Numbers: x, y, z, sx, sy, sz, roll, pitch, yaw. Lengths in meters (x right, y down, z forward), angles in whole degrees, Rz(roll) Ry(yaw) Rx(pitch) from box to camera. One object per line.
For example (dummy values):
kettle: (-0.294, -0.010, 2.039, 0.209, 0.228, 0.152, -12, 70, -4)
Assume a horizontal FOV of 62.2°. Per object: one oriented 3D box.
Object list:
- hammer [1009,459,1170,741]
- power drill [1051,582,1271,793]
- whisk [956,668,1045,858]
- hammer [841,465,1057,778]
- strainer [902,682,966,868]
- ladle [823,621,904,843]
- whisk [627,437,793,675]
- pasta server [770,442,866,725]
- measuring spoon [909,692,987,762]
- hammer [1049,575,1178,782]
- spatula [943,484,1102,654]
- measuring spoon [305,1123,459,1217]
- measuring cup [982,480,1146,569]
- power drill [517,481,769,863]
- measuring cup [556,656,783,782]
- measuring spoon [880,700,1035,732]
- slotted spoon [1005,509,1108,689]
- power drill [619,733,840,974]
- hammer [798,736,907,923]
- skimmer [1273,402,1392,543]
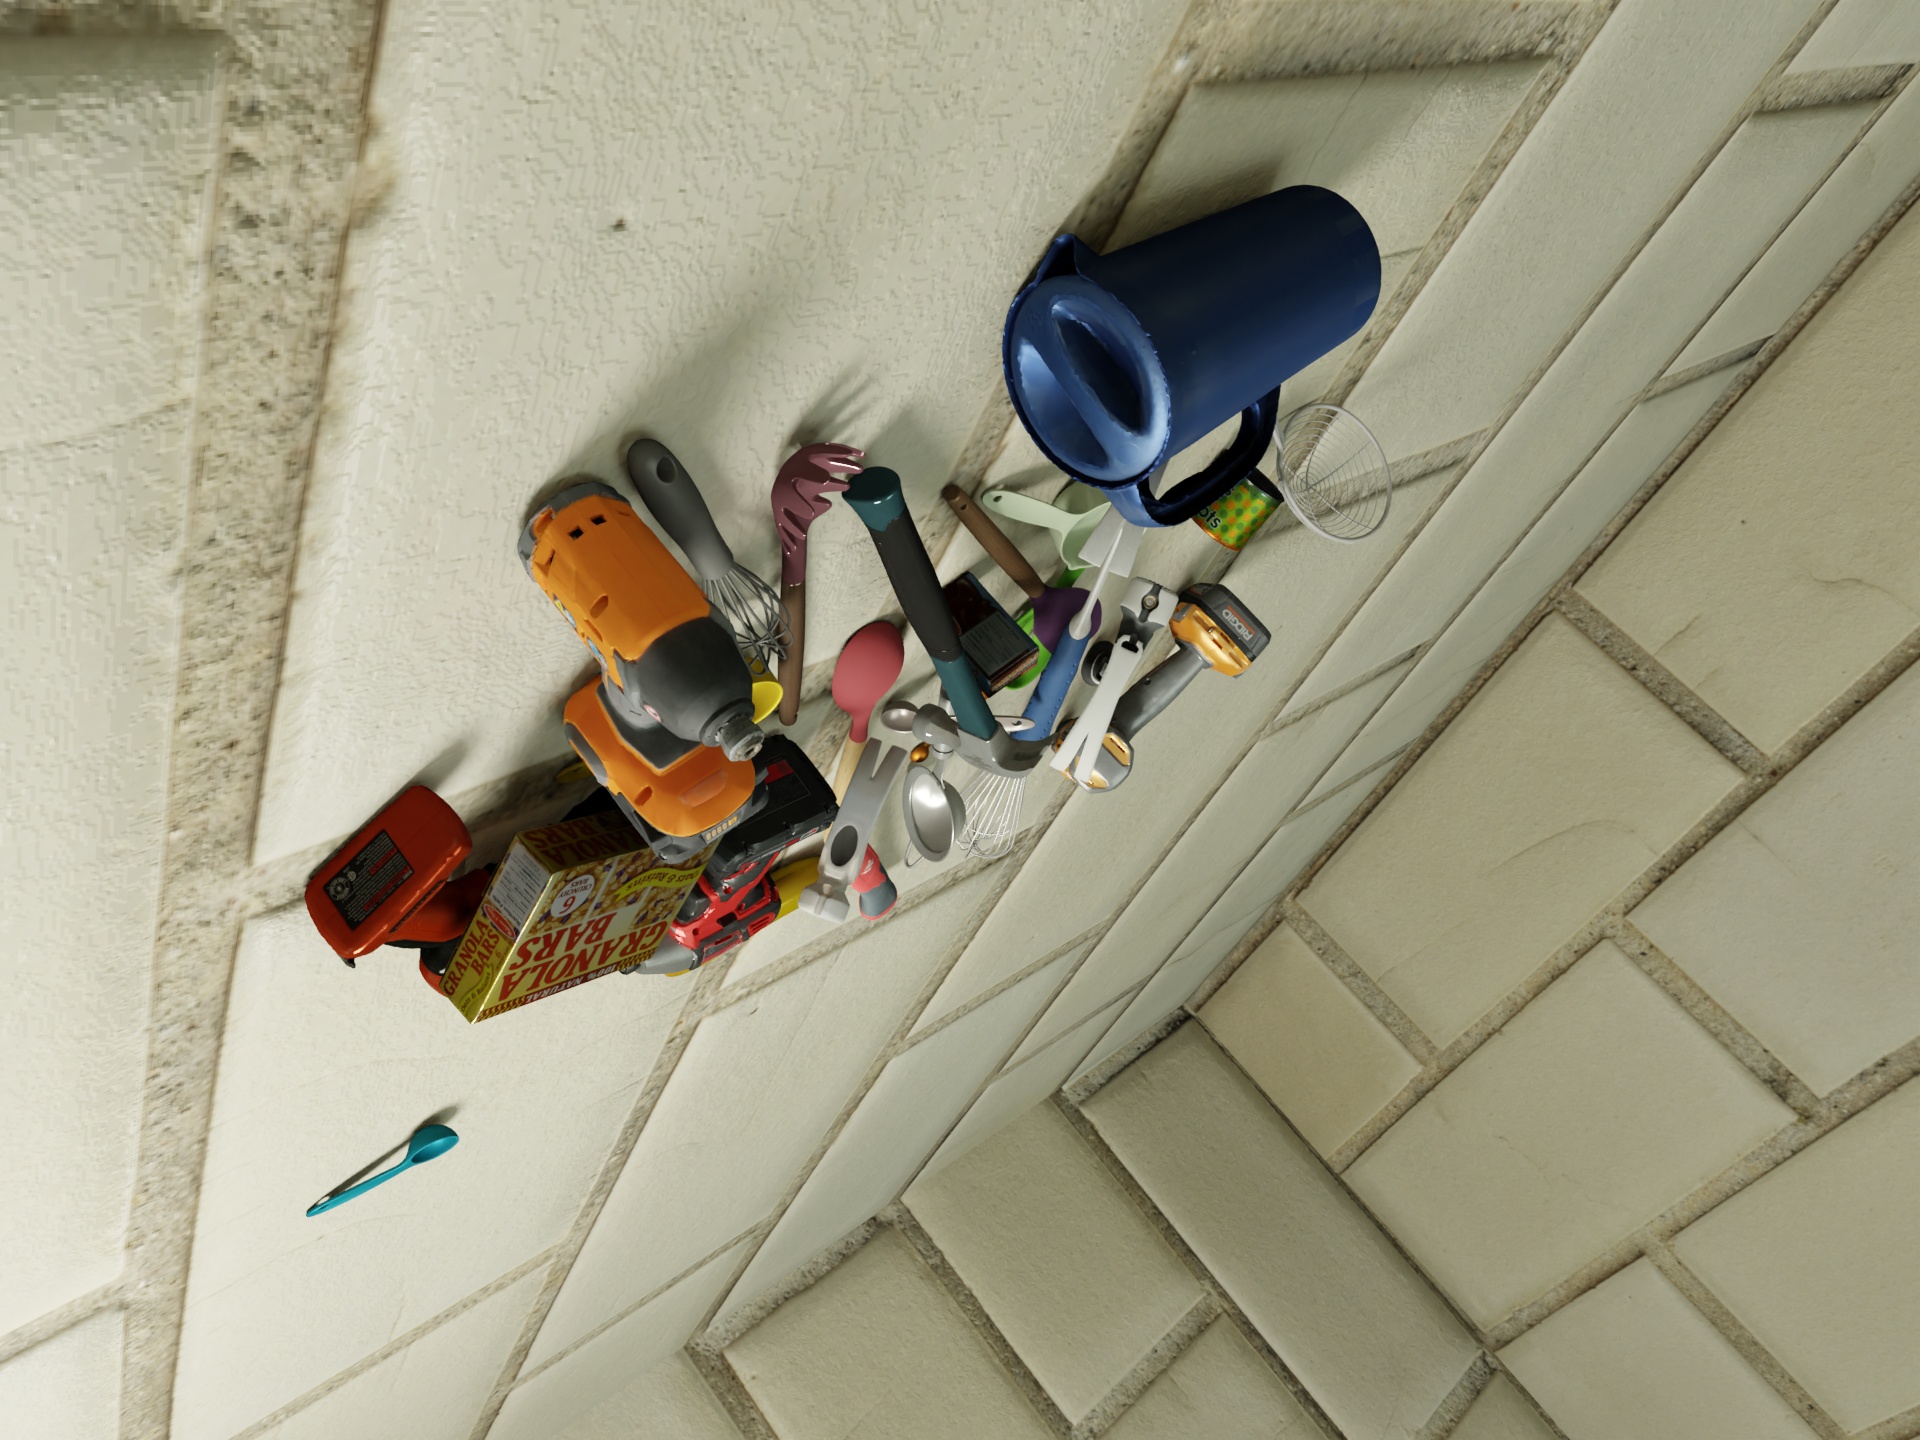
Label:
hammer: (0.089, -0.073, 1.196, 0.405, 0.035, 0.144, 110, 6, -60)
power drill: (0.177, -0.029, 1.525, 0.226, 0.084, 0.185, -45, -172, 1)
whisk: (0.056, 0.031, 1.500, 0.070, 0.070, 0.284, -22, 148, -43)
hammer: (-0.016, -0.057, 1.084, 0.033, 0.128, 0.330, -55, 150, -20)
strainer: (-0.013, 0.030, 1.340, 0.050, 0.087, 0.258, -17, 138, -25)
ladle: (-0.087, 0.025, 1.267, 0.069, 0.031, 0.315, -34, 161, -28)
whisk: (-0.142, -0.088, 0.901, 0.055, 0.055, 0.238, -39, 156, -8)
pasta server: (-0.101, -0.074, 1.014, 0.060, 0.040, 0.316, -54, 169, -28)
measuring spoon: (0.002, -0.002, 1.393, 0.117, 0.011, 0.021, -41, 160, -1)
hammer: (0.117, -0.037, 1.301, 0.409, 0.036, 0.149, -41, 155, -86)
spatula: (0.051, -0.110, 1.202, 0.060, 0.018, 0.315, -43, 154, 5)
measuring spoon: (-0.468, 0.360, 1.281, 0.128, 0.021, 0.042, -27, 158, -13)
measuring cup: (0.070, -0.159, 1.172, 0.167, 0.038, 0.083, 9, 136, -44)
power drill: (-0.159, -0.007, 0.862, 0.084, 0.164, 0.226, -35, 161, -20)
measuring cup: (-0.192, 0.000, 1.033, 0.156, 0.029, 0.062, -22, 156, -16)
measuring spoon: (-0.002, -0.004, 1.276, 0.124, 0.018, 0.034, 2, 146, 0)
slotted spoon: (0.109, -0.147, 1.266, 0.070, 0.031, 0.313, -6, 139, -45)
power drill: (-0.185, 0.116, 1.207, 0.143, 0.079, 0.219, -25, 157, -37)
hammer: (-0.077, 0.117, 1.385, 0.386, 0.038, 0.143, 84, 28, -79)
skimmer: (0.281, -0.247, 1.280, 0.090, 0.127, 0.363, -3, 166, 21)
